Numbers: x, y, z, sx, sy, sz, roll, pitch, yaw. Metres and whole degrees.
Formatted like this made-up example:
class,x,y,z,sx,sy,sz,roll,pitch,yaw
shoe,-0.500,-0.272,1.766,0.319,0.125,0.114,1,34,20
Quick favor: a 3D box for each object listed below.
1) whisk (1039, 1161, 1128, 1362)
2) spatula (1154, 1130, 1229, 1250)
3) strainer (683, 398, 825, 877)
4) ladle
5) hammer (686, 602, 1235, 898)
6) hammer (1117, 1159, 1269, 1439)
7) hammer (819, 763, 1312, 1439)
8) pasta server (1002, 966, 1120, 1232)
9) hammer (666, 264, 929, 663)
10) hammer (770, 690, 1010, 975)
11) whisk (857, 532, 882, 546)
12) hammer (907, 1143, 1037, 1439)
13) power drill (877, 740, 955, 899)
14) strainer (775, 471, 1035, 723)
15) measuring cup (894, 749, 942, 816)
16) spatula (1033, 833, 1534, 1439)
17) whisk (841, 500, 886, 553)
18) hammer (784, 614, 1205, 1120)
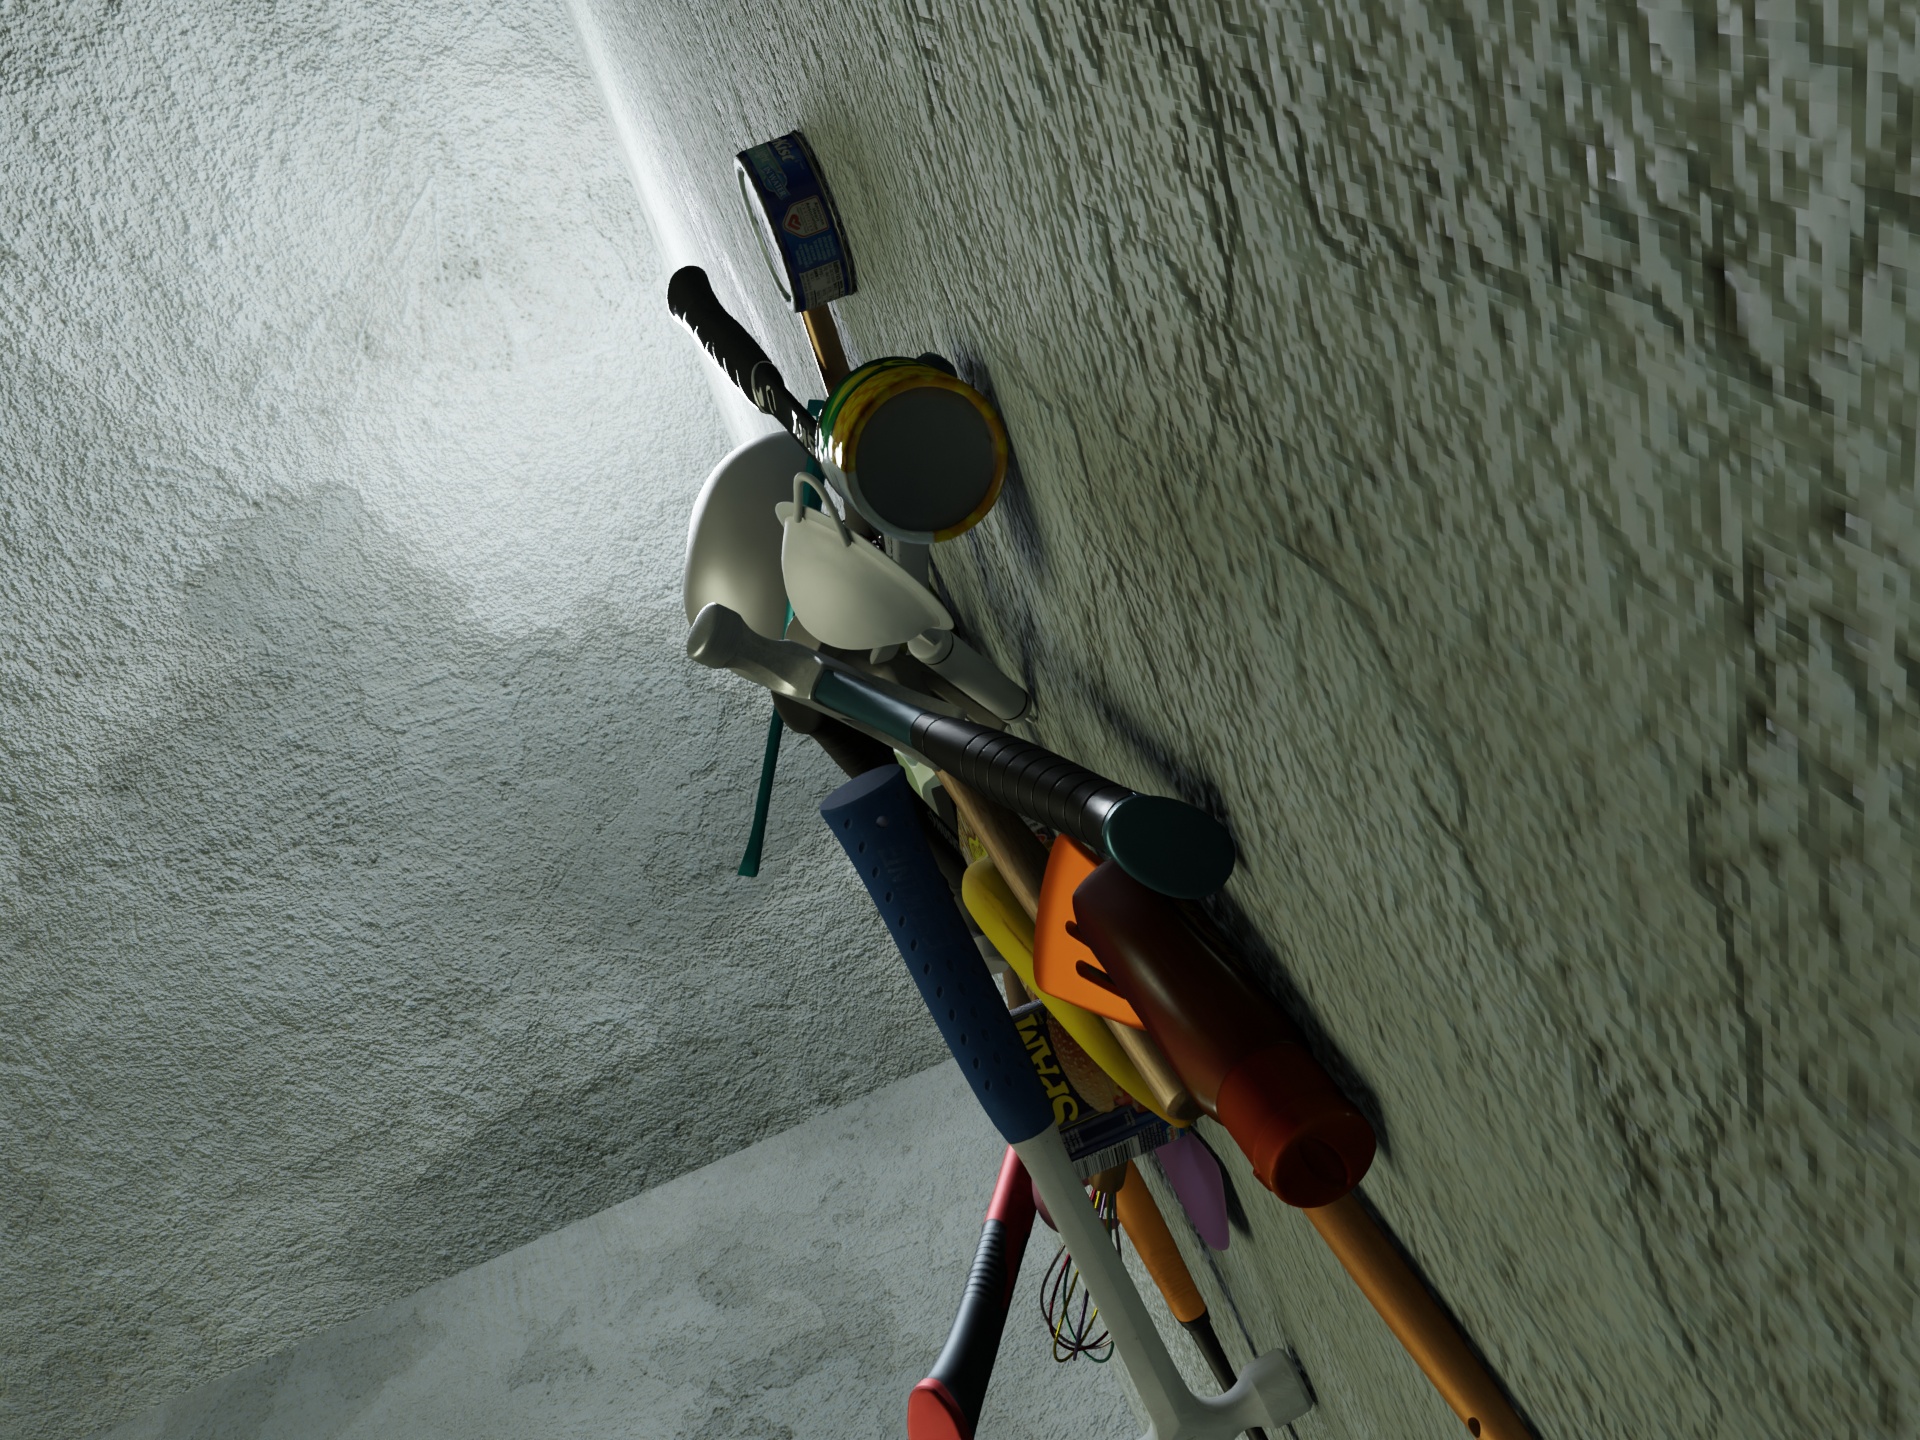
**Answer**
class,x,y,z,sx,sy,sz,roll,pitch,yaw
whisk,0.083,0.293,0.946,0.051,0.047,0.244,-132,41,-53
spatula,0.110,0.239,0.949,0.316,0.018,0.060,-155,57,-81
strainer,-0.163,-0.060,1.164,0.211,0.095,0.340,129,150,-80
ladle,-0.069,-0.156,0.932,0.078,0.062,0.320,0,111,61
hammer,-0.004,0.010,0.652,0.128,0.033,0.331,24,180,-30
hammer,0.128,0.340,0.982,0.337,0.034,0.127,60,171,29
hammer,0.033,0.208,0.766,0.405,0.144,0.035,64,176,-15
pasta server,0.054,0.227,1.137,0.060,0.040,0.317,33,-148,-37
hammer,-0.103,-0.180,0.915,0.409,0.036,0.149,-128,29,-50
hammer,-0.040,0.046,1.038,0.334,0.035,0.146,53,-157,-56
whisk,-0.038,-0.034,1.101,0.073,0.073,0.295,63,179,33
hammer,0.039,0.349,1.051,0.143,0.038,0.386,56,-159,-10
power drill,-0.056,0.062,1.252,0.143,0.078,0.219,-123,14,-80
strainer,-0.017,-0.035,0.701,0.087,0.050,0.258,29,178,29
measuring cup,-0.018,0.040,1.313,0.083,0.038,0.167,66,157,13
spatula,0.103,0.147,0.590,0.323,0.041,0.081,-127,41,-60
whisk,-0.071,-0.131,1.077,0.239,0.055,0.055,122,125,-78
hammer,0.028,0.064,0.799,0.130,0.031,0.332,21,-156,-48
